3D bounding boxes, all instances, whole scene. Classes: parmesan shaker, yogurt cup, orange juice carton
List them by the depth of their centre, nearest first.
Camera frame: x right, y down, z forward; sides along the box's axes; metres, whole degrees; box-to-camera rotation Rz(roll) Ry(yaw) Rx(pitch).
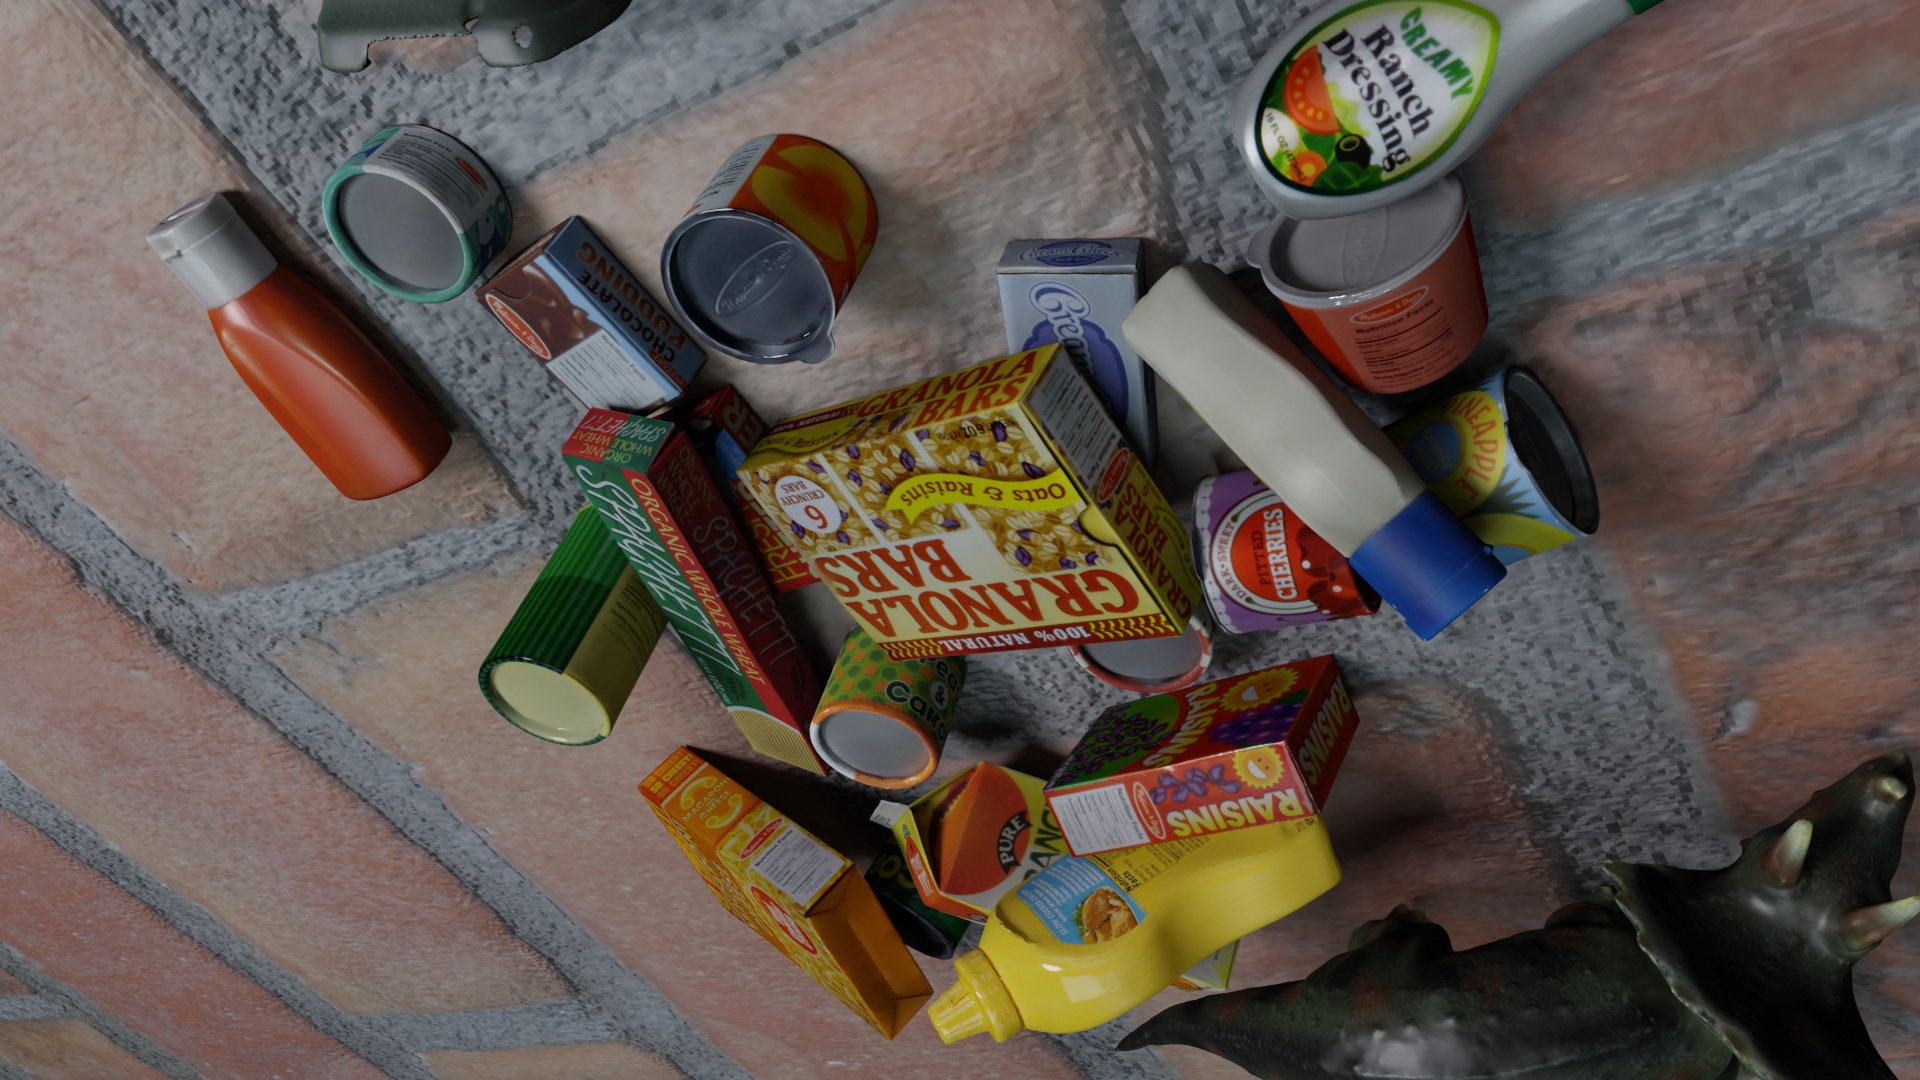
[{"bbox_3d":[0.141,-0.086,0.463,0.072,0.073,0.053,-13,136,30],"label":"yogurt cup"},{"bbox_3d":[-0.179,0.037,0.667,0.071,0.103,0.071,10,135,10],"label":"parmesan shaker"},{"bbox_3d":[0.047,0.170,0.723,0.193,0.073,0.071,18,160,-1],"label":"orange juice carton"}]

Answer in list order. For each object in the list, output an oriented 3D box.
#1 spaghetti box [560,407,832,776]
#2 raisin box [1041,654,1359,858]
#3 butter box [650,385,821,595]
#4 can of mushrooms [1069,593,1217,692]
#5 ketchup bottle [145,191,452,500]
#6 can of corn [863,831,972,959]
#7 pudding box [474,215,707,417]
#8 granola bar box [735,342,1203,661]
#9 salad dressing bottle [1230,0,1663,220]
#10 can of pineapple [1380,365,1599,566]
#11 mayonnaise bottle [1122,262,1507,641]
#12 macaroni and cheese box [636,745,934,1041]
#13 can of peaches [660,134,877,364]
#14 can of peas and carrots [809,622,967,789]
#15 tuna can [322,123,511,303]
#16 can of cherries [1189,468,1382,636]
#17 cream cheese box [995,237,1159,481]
[{"bbox_3d":[-0.114,0.034,0.664,0.050,0.029,0.248,13,146,26],"label":"spaghetti box"},{"bbox_3d":[0.111,0.099,0.635,0.123,0.086,0.040,-19,101,33],"label":"raisin box"},{"bbox_3d":[-0.097,-0.021,0.639,0.053,0.024,0.103,-18,125,33],"label":"butter box"},{"bbox_3d":[0.083,0.037,0.626,0.071,0.034,0.070,9,135,10],"label":"can of mushrooms"},{"bbox_3d":[-0.301,-0.086,0.632,0.064,0.044,0.148,-10,129,26],"label":"ketchup bottle"},{"bbox_3d":[-0.019,0.191,0.783,0.071,0.058,0.070,26,149,17],"label":"can of corn"},{"bbox_3d":[-0.155,-0.090,0.586,0.049,0.030,0.083,-21,123,36],"label":"pudding box"},{"bbox_3d":[0.002,-0.007,0.579,0.165,0.039,0.124,-10,128,43],"label":"granola bar box"},{"bbox_3d":[0.153,-0.149,0.407,0.147,0.044,0.064,-27,96,33],"label":"salad dressing bottle"},{"bbox_3d":[0.188,-0.022,0.505,0.057,0.071,0.071,-28,119,38],"label":"can of pineapple"},{"bbox_3d":[0.121,-0.032,0.477,0.041,0.065,0.148,-46,74,21],"label":"mayonnaise bottle"},{"bbox_3d":[-0.101,0.197,0.790,0.166,0.040,0.123,22,146,44],"label":"macaroni and cheese box"},{"bbox_3d":[-0.068,-0.107,0.518,0.071,0.058,0.070,9,135,10],"label":"can of peaches"},{"bbox_3d":[-0.033,0.081,0.691,0.071,0.059,0.070,10,136,10],"label":"can of peas and carrots"},{"bbox_3d":[-0.223,-0.131,0.568,0.071,0.033,0.070,10,135,10],"label":"tuna can"},{"bbox_3d":[0.129,0.002,0.547,0.058,0.072,0.071,-10,129,27],"label":"can of cherries"},{"bbox_3d":[0.047,-0.068,0.541,0.053,0.024,0.103,3,134,16],"label":"cream cheese box"}]
